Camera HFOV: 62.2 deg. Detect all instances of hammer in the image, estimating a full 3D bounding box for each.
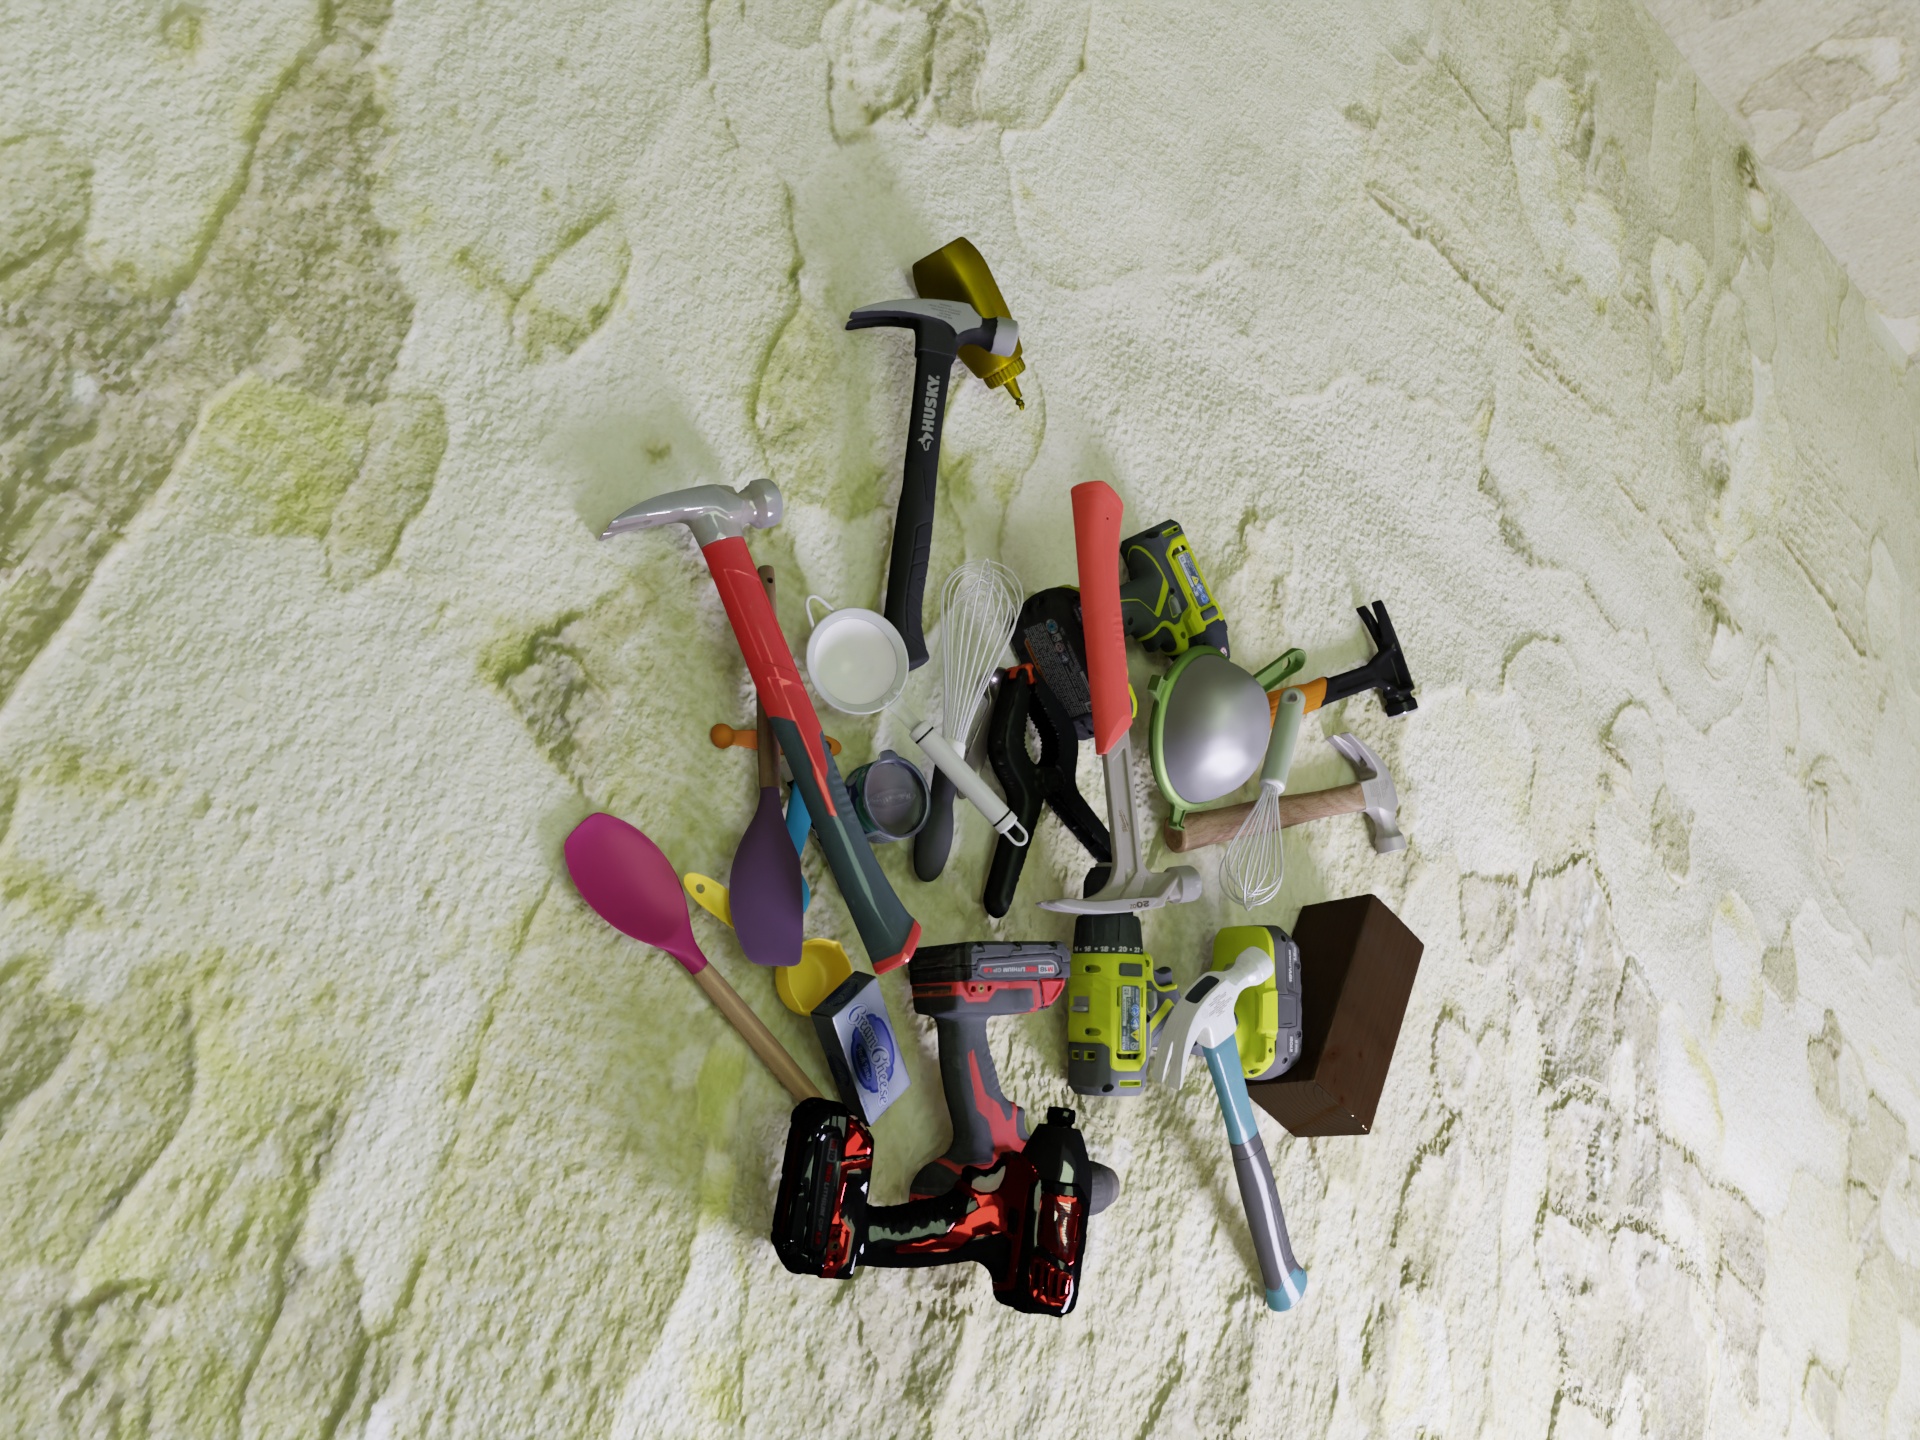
[{"bbox_3d":[0.319,0.086,1.555,0.331,0.031,0.130,-6,81,-40],"label":"hammer"},{"bbox_3d":[0.116,-0.021,1.317,0.149,0.037,0.359,-1,81,-30],"label":"hammer"},{"bbox_3d":[-0.134,0.007,1.168,0.143,0.038,0.386,-17,80,-34],"label":"hammer"},{"bbox_3d":[0.348,-0.031,1.613,0.337,0.034,0.127,-18,89,-41],"label":"hammer"},{"bbox_3d":[-0.040,-0.198,1.329,0.146,0.035,0.335,10,76,-12],"label":"hammer"},{"bbox_3d":[0.244,0.361,1.347,0.128,0.033,0.330,-29,113,-28],"label":"hammer"}]

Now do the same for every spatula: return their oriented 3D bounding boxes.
[{"bbox_3d":[-0.145,0.027,1.188,0.059,0.018,0.316,11,65,-31],"label":"spatula"}]

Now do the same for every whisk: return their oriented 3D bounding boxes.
[{"bbox_3d":[0.291,0.069,1.493,0.059,0.058,0.246,68,35,-50],"label":"whisk"},{"bbox_3d":[-0.003,-0.004,1.310,0.070,0.070,0.285,24,68,-32],"label":"whisk"}]

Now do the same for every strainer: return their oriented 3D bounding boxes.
[{"bbox_3d":[0.270,-0.011,1.458,0.256,0.069,0.151,-31,119,-41],"label":"strainer"},{"bbox_3d":[-0.038,0.004,1.256,0.258,0.050,0.087,47,65,-1],"label":"strainer"}]

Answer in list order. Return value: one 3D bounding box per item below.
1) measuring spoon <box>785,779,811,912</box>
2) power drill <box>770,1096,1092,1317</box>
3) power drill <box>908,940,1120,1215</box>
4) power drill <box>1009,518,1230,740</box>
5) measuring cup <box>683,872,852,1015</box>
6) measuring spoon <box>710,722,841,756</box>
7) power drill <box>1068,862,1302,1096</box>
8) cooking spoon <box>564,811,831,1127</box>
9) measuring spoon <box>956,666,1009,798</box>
[{"bbox_3d":[-0.121,0.089,1.187,0.042,0.021,0.129,16,78,-24],"label":"measuring spoon"},{"bbox_3d":[-0.014,0.332,1.119,0.219,0.078,0.143,12,79,-12],"label":"power drill"},{"bbox_3d":[0.044,0.289,1.243,0.187,0.080,0.227,6,76,-37],"label":"power drill"},{"bbox_3d":[0.159,-0.074,1.447,0.223,0.080,0.171,-28,95,-44],"label":"power drill"},{"bbox_3d":[-0.146,0.161,1.160,0.156,0.029,0.062,40,55,-20],"label":"measuring cup"},{"bbox_3d":[-0.138,0.015,1.218,0.116,0.011,0.021,7,72,-37],"label":"measuring spoon"},{"bbox_3d":[0.187,0.225,1.371,0.228,0.080,0.191,9,77,-35],"label":"power drill"},{"bbox_3d":[-0.170,0.195,1.134,0.318,0.017,0.069,53,49,-13],"label":"cooking spoon"},{"bbox_3d":[0.015,0.011,1.346,0.034,0.018,0.124,38,62,-37],"label":"measuring spoon"}]
